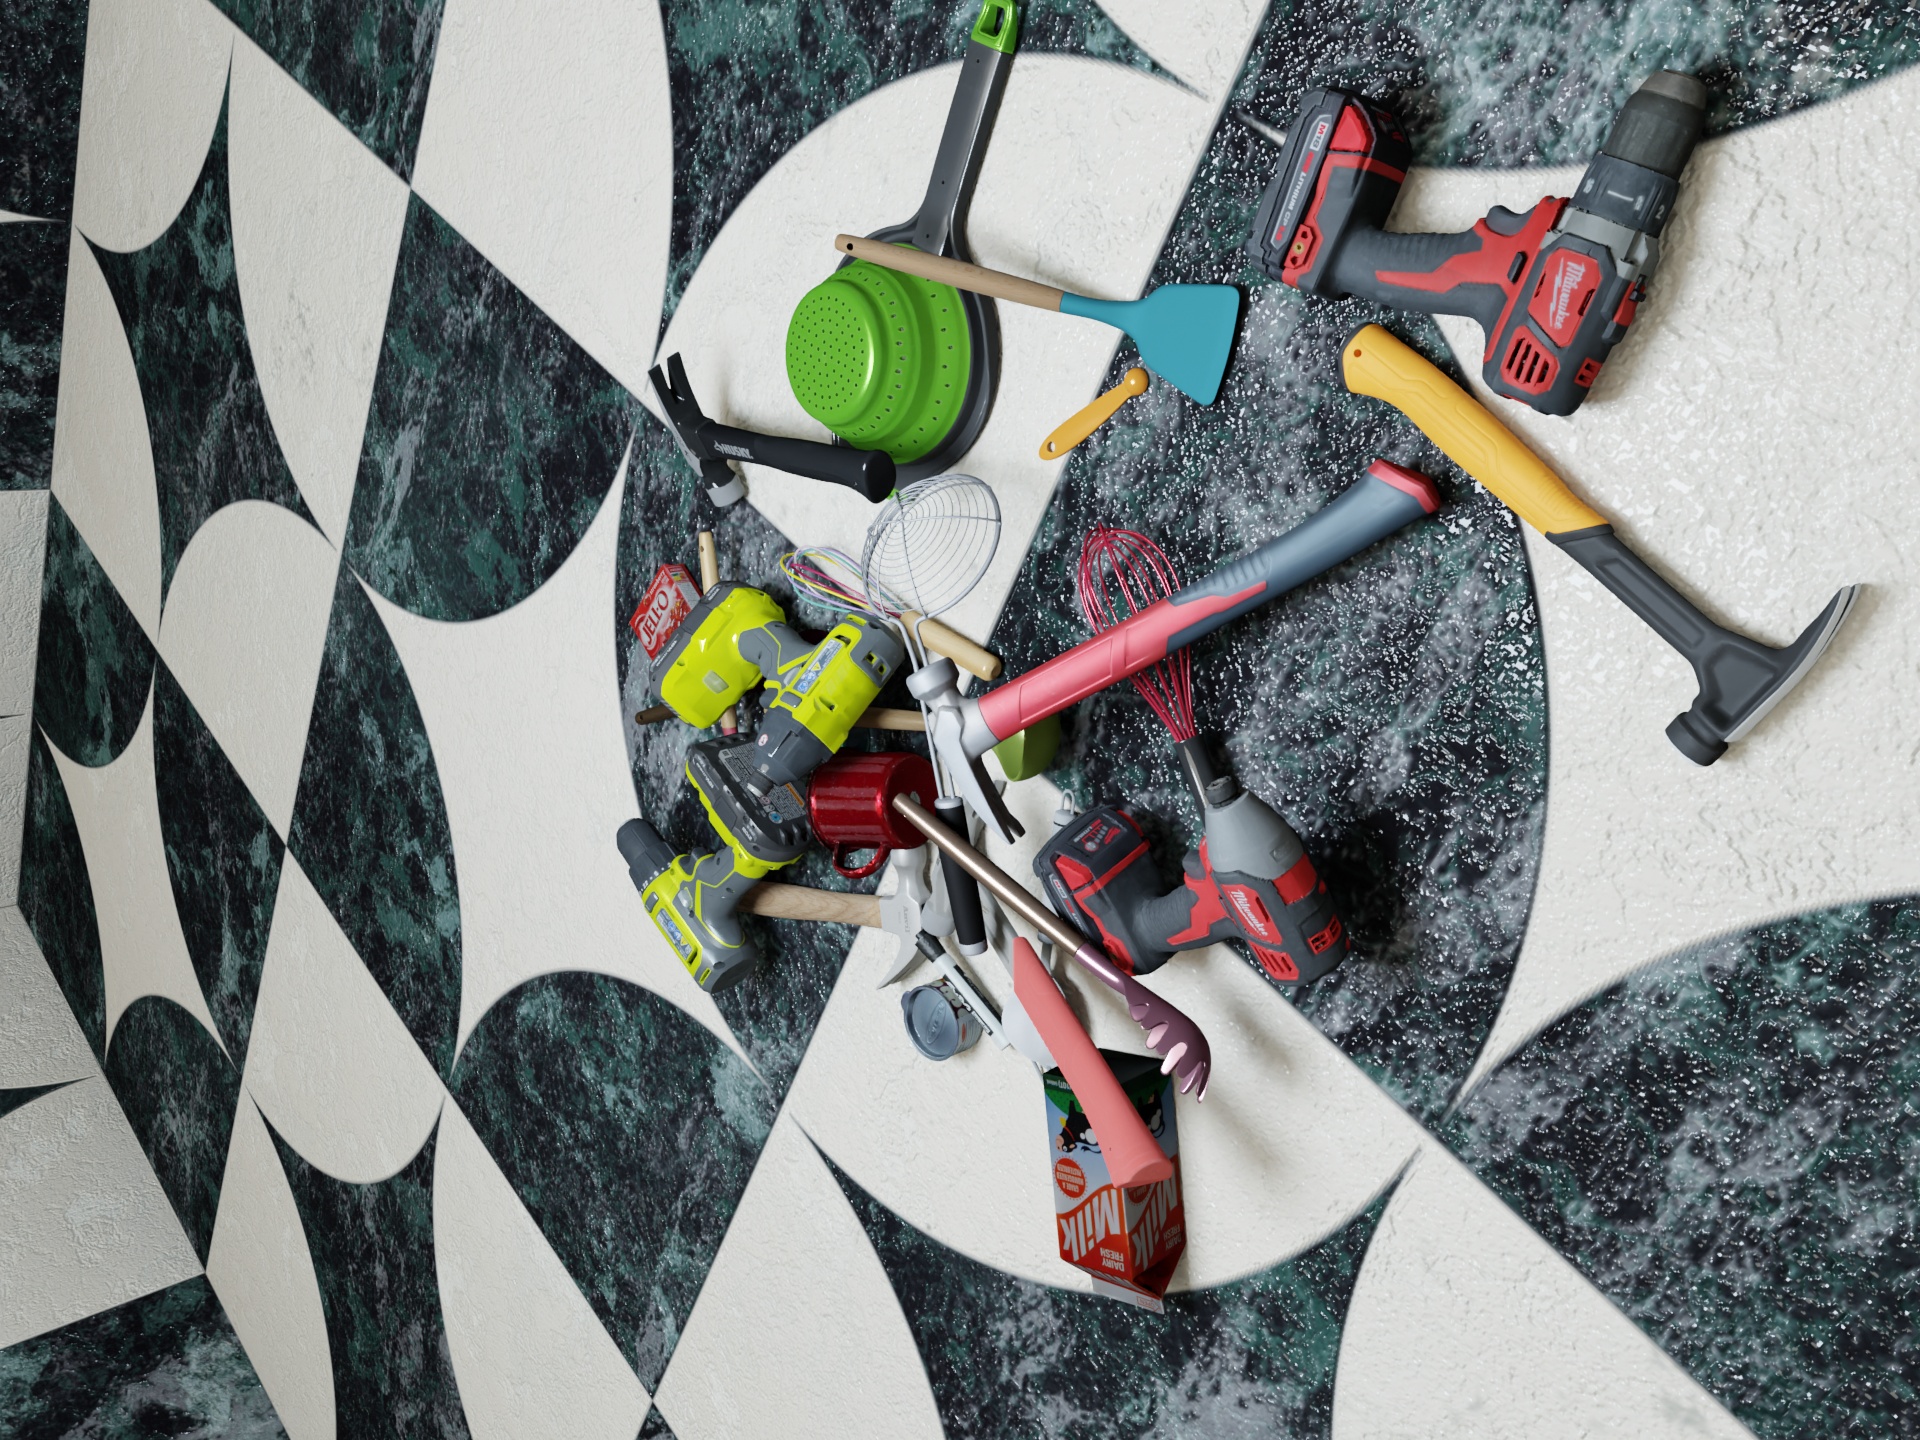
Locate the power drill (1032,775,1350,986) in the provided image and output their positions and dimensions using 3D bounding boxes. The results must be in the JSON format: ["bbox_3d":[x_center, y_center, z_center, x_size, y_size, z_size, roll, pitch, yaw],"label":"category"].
[{"bbox_3d":[0.154,0.110,1.089,0.220,0.078,0.143,-12,110,57],"label":"power drill"}]

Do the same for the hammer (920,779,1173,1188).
[{"bbox_3d":[0.063,0.200,1.194,0.359,0.036,0.149,55,132,49],"label":"hammer"}]

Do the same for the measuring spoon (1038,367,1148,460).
[{"bbox_3d":[0.095,-0.225,1.180,0.117,0.011,0.021,-33,75,43],"label":"measuring spoon"}]

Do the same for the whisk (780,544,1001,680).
[{"bbox_3d":[-0.064,-0.090,1.337,0.245,0.047,0.051,31,96,32],"label":"whisk"}]

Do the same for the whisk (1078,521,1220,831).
[{"bbox_3d":[0.155,-0.005,1.134,0.073,0.073,0.296,-24,87,44],"label":"whisk"}]

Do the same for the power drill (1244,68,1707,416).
[{"bbox_3d":[0.299,-0.301,0.924,0.227,0.080,0.187,34,115,31],"label":"power drill"}]

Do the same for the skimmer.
[{"bbox_3d":[-0.002,-0.004,1.222,0.127,0.090,0.363,-2,103,38],"label":"skimmer"}]

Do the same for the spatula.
[{"bbox_3d":[0.047,-0.309,1.147,0.317,0.044,0.082,19,116,16],"label":"spatula"}]

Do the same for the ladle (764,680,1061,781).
[{"bbox_3d":[-0.052,0.001,1.311,0.320,0.062,0.078,5,96,37],"label":"ladle"}]

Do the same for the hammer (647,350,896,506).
[{"bbox_3d":[-0.156,-0.227,1.319,0.335,0.035,0.146,22,145,52],"label":"hammer"}]

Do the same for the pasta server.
[{"bbox_3d":[0.061,0.154,1.142,0.316,0.040,0.060,38,167,24],"label":"pasta server"}]

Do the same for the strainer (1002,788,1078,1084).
[{"bbox_3d":[0.067,0.178,1.267,0.087,0.050,0.258,26,112,54],"label":"strainer"}]

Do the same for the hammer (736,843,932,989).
[{"bbox_3d":[-0.145,0.172,1.477,0.331,0.031,0.130,-1,97,45],"label":"hammer"}]

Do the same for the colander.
[{"bbox_3d":[-0.050,-0.362,1.237,0.205,0.094,0.397,38,122,33],"label":"colander"}]

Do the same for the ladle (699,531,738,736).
[{"bbox_3d":[-0.218,-0.020,1.491,0.069,0.031,0.315,4,105,41],"label":"ladle"}]

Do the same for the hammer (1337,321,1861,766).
[{"bbox_3d":[0.350,-0.132,0.934,0.337,0.034,0.127,50,129,26],"label":"hammer"}]

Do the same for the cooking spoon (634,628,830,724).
[{"bbox_3d":[-0.217,-0.028,1.517,0.319,0.017,0.069,-14,88,44],"label":"cooking spoon"}]

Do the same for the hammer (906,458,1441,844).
[{"bbox_3d":[0.148,-0.050,1.074,0.386,0.038,0.143,-28,92,26],"label":"hammer"}]

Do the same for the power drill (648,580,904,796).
[{"bbox_3d":[-0.167,-0.031,1.361,0.223,0.080,0.171,23,72,49],"label":"power drill"}]

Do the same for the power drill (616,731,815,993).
[{"bbox_3d":[-0.234,0.118,1.475,0.191,0.080,0.228,51,130,20],"label":"power drill"}]
